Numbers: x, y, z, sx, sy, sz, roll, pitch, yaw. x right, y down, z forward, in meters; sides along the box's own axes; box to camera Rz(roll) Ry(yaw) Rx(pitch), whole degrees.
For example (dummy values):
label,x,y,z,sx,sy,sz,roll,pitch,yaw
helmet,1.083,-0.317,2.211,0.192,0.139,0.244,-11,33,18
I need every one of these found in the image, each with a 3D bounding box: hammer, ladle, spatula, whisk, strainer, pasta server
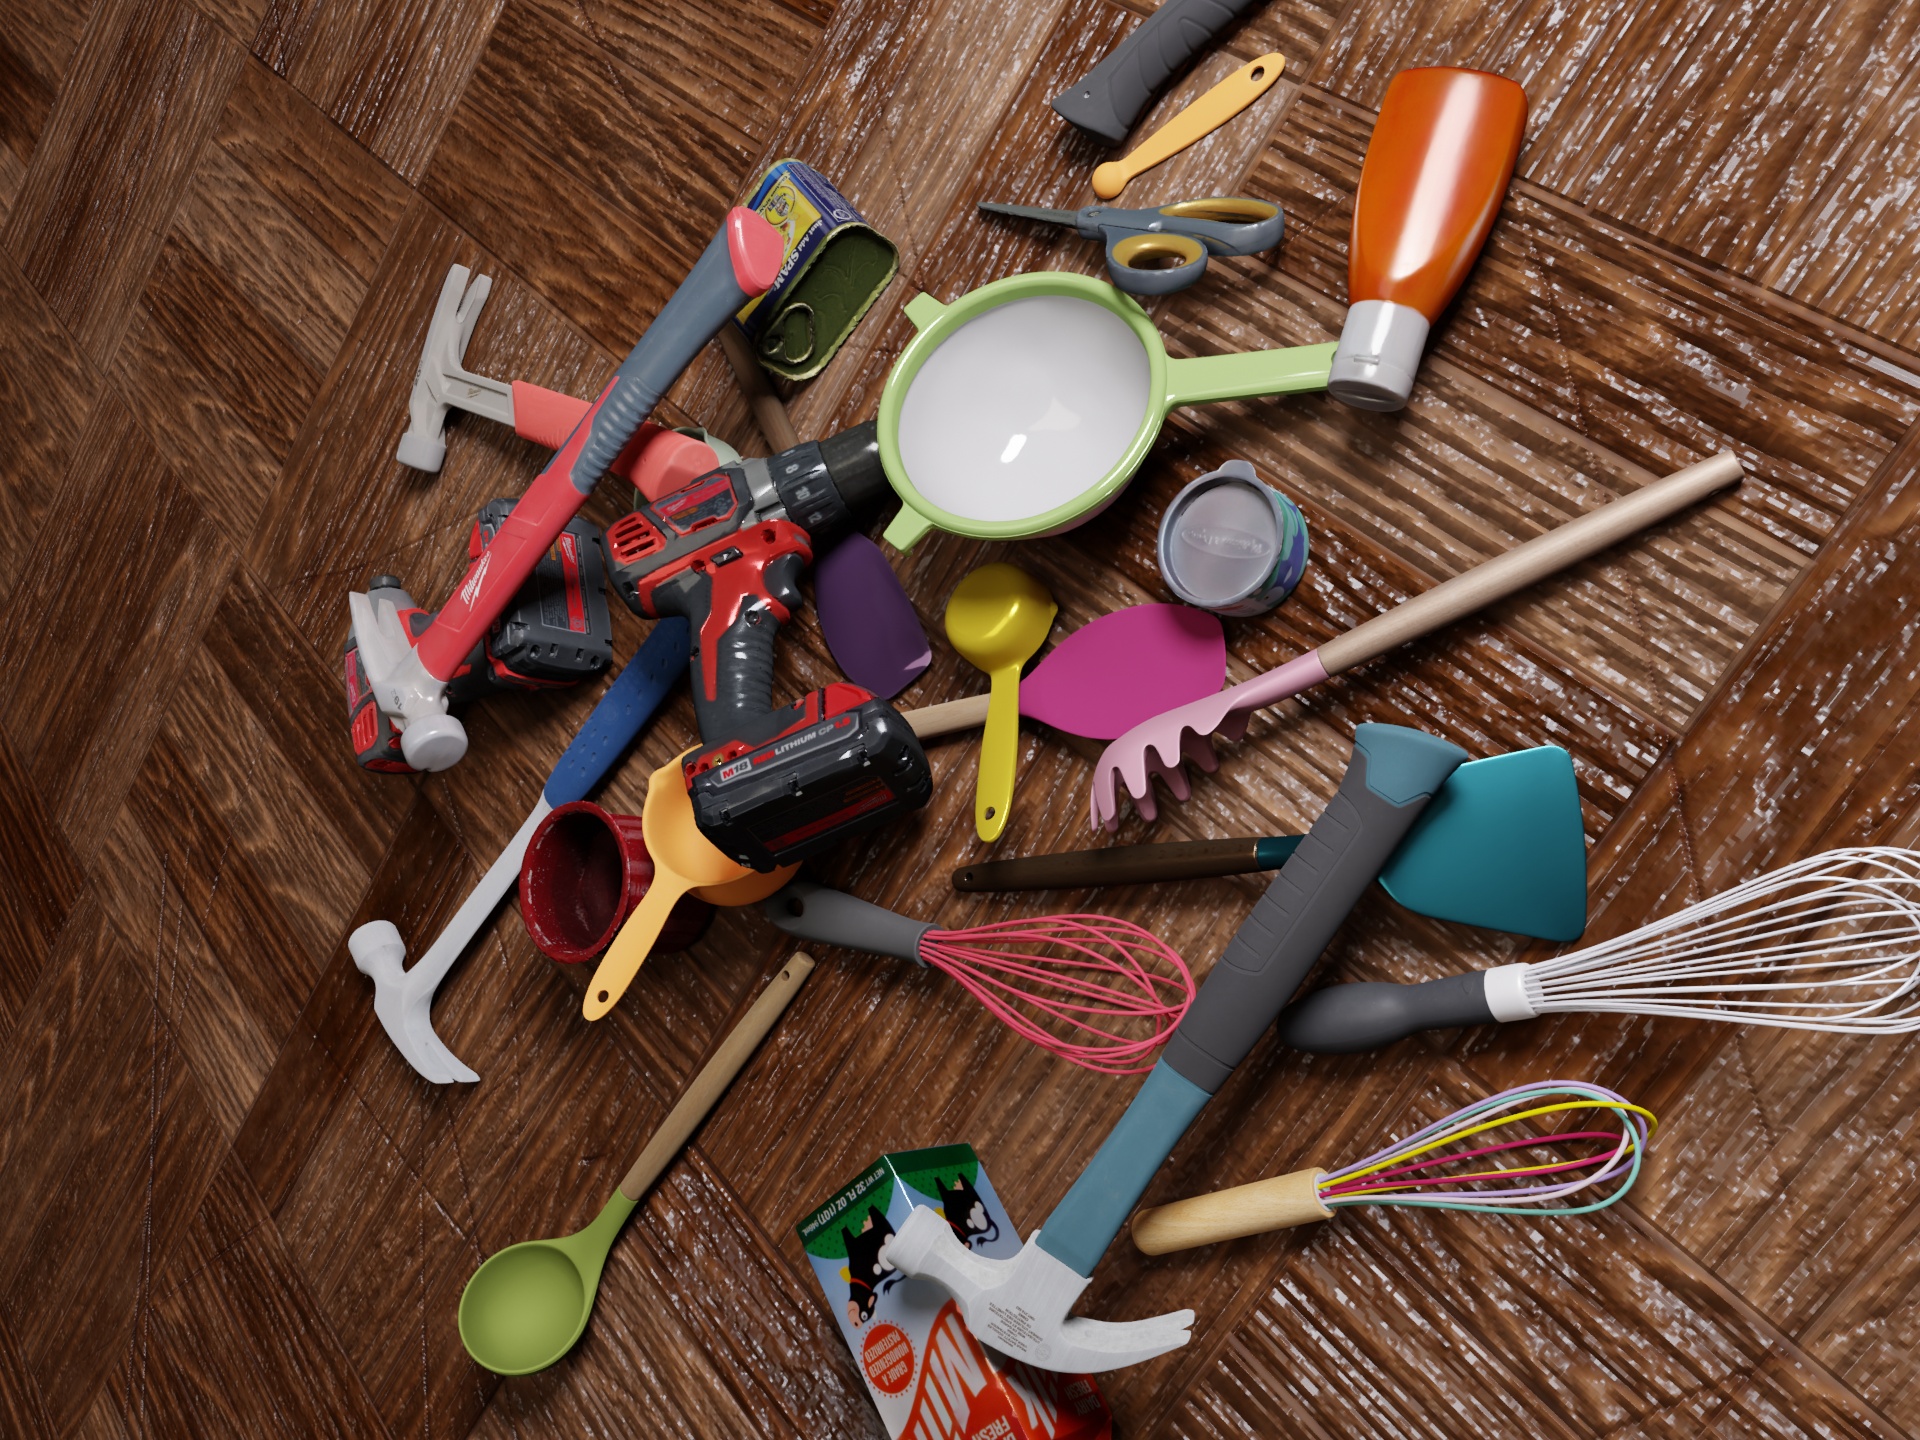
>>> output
label,x,y,z,sx,sy,sz,roll,pitch,yaw
hammer,-0.237,-0.148,0.932,0.386,0.038,0.143,-47,57,22
ladle,-0.186,0.256,0.922,0.078,0.062,0.320,45,106,29
spatula,0.126,0.067,0.748,0.317,0.044,0.082,-9,79,39
hammer,0.177,-0.408,0.778,0.334,0.035,0.146,-36,64,26
whisk,0.177,0.200,0.680,0.245,0.047,0.051,-27,69,35
hammer,-0.262,0.064,1.018,0.405,0.035,0.144,-50,58,19
whisk,-0.001,0.118,0.812,0.296,0.073,0.073,8,87,43
whisk,0.251,0.102,0.633,0.284,0.070,0.070,-18,72,38
spatula,-0.098,-0.146,0.944,0.059,0.018,0.316,-38,64,24
strainer,0.088,-0.151,0.793,0.256,0.069,0.152,-4,68,18
hammer,-0.266,-0.206,1.036,0.359,0.036,0.149,24,97,44
pasta server,0.189,-0.030,0.704,0.316,0.060,0.040,-28,73,24
hammer,0.104,0.140,0.682,0.128,0.033,0.331,34,100,9

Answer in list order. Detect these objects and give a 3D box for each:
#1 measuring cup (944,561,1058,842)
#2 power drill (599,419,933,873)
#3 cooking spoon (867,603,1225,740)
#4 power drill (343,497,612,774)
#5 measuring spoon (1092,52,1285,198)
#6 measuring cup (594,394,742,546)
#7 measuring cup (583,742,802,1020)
label,x,y,z,sx,sy,sz,roll,pitch,yaw
measuring cup,0.014,-0.013,0.806,0.062,0.029,0.157,-16,54,33
power drill,-0.085,-0.053,0.855,0.188,0.080,0.227,-24,61,5
cooking spoon,-0.001,-0.003,0.852,0.319,0.017,0.069,-13,67,33
power drill,-0.338,-0.060,1.072,0.219,0.078,0.143,-23,69,34
measuring spoon,0.115,-0.308,0.820,0.117,0.011,0.021,-28,67,30
measuring cup,-0.186,-0.163,1.004,0.168,0.038,0.083,47,111,41
measuring cup,-0.148,0.094,0.878,0.095,0.052,0.174,24,73,22
